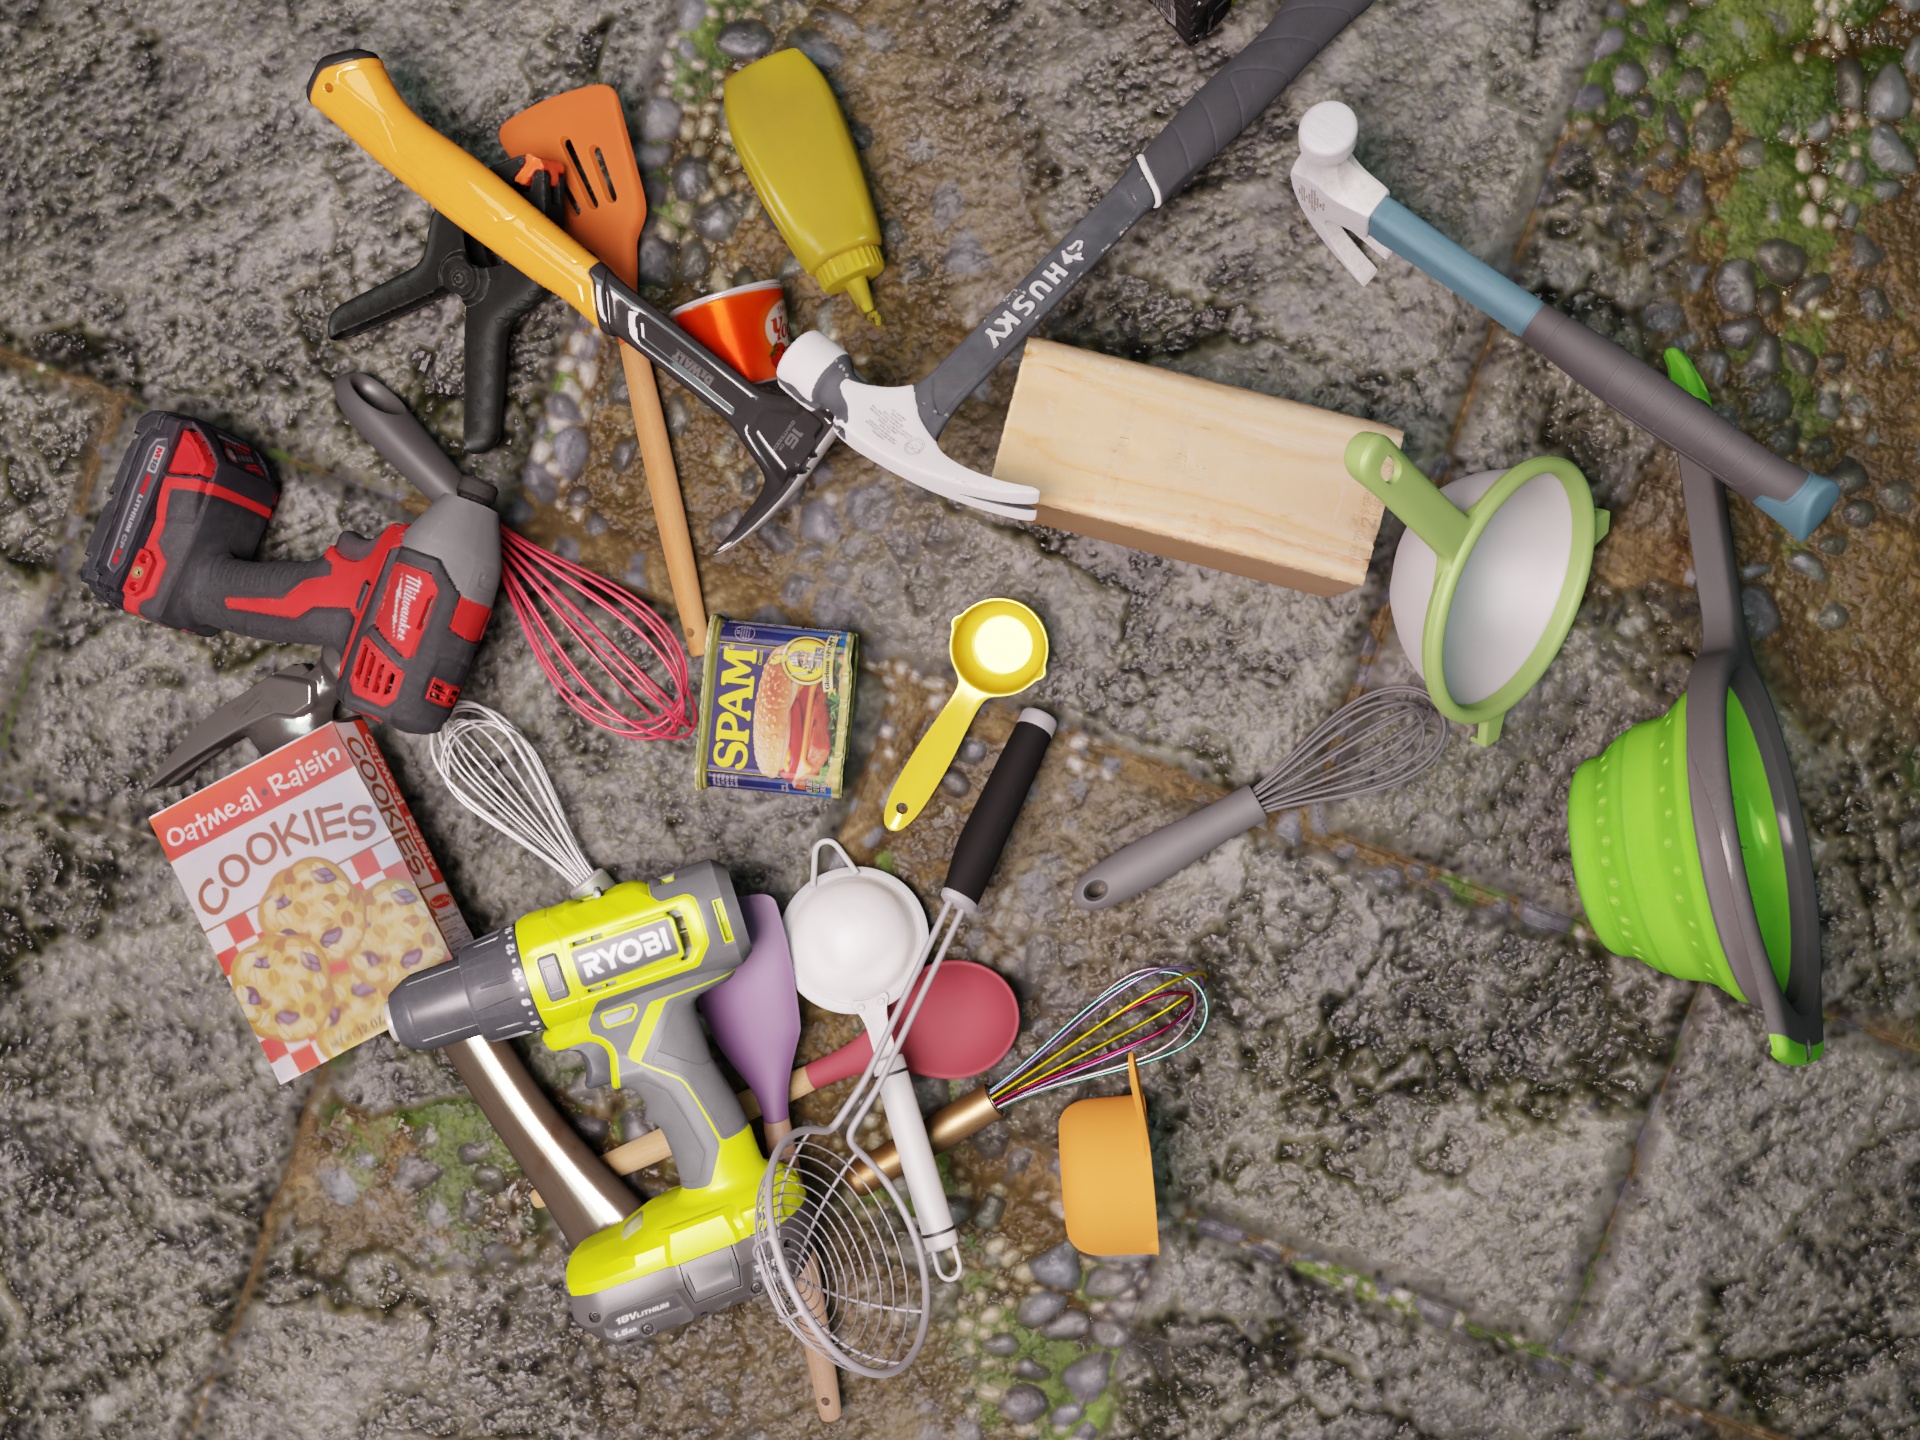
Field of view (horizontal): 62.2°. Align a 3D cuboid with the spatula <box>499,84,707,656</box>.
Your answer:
[{"bbox_3d":[-0.190,-0.195,0.919,0.081,0.041,0.322,-11,93,22],"label":"spatula"}]

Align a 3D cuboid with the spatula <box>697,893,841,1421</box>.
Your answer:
[{"bbox_3d":[-0.104,0.255,0.919,0.060,0.018,0.316,-9,96,10],"label":"spatula"}]

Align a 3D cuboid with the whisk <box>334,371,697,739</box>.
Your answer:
[{"bbox_3d":[-0.259,-0.095,0.918,0.073,0.073,0.296,-45,85,3],"label":"whisk"}]

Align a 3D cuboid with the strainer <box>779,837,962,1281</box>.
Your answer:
[{"bbox_3d":[-0.041,0.187,0.897,0.087,0.050,0.258,-16,80,-7],"label":"strainer"}]

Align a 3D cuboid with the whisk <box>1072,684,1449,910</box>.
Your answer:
[{"bbox_3d":[0.171,0.050,0.915,0.239,0.055,0.055,-29,91,7],"label":"whisk"}]

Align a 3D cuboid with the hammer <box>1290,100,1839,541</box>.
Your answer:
[{"bbox_3d":[0.313,-0.203,0.838,0.331,0.128,0.033,39,94,12],"label":"hammer"}]

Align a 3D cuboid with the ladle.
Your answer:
[{"bbox_3d":[-0.111,0.222,0.937,0.315,0.031,0.069,-24,86,4],"label":"ladle"}]

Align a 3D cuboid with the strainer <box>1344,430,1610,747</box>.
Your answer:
[{"bbox_3d":[0.247,-0.094,0.839,0.069,0.256,0.151,28,91,44],"label":"strainer"}]

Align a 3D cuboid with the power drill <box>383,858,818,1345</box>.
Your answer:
[{"bbox_3d":[-0.186,0.206,0.858,0.190,0.080,0.228,-18,95,-10],"label":"power drill"}]

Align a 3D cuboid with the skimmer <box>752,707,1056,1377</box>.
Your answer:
[{"bbox_3d":[-0.005,0.154,0.847,0.127,0.090,0.363,41,66,-37],"label":"skimmer"}]

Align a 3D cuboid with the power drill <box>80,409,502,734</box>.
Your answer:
[{"bbox_3d":[-0.359,-0.090,0.883,0.220,0.078,0.143,19,87,14],"label":"power drill"}]

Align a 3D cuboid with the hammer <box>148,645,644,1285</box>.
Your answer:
[{"bbox_3d":[-0.310,0.159,0.926,0.146,0.038,0.410,-32,88,4],"label":"hammer"}]

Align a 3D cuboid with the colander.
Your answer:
[{"bbox_3d":[0.388,-0.011,0.879,0.094,0.204,0.397,-12,73,36],"label":"colander"}]

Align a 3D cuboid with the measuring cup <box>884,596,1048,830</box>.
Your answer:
[{"bbox_3d":[-0.001,-0.003,0.932,0.062,0.029,0.156,31,104,1],"label":"measuring cup"}]

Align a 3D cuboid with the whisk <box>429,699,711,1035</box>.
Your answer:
[{"bbox_3d":[-0.222,0.088,0.928,0.059,0.058,0.246,-36,95,37],"label":"whisk"}]

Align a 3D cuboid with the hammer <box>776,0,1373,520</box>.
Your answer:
[{"bbox_3d":[0.092,-0.274,0.850,0.149,0.036,0.409,39,74,11],"label":"hammer"}]

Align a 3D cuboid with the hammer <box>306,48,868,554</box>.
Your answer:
[{"bbox_3d":[-0.216,-0.237,0.864,0.337,0.034,0.127,39,111,-3],"label":"hammer"}]

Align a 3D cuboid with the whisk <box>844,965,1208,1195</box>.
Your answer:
[{"bbox_3d":[0.040,0.212,0.927,0.245,0.047,0.051,-32,92,7],"label":"whisk"}]

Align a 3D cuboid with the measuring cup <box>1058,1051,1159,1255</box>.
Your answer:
[{"bbox_3d":[0.077,0.230,0.870,0.052,0.173,0.095,-6,48,5],"label":"measuring cup"}]

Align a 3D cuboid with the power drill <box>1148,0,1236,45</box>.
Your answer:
[{"bbox_3d":[0.185,-0.475,0.845,0.223,0.171,0.080,-40,90,11],"label":"power drill"}]
